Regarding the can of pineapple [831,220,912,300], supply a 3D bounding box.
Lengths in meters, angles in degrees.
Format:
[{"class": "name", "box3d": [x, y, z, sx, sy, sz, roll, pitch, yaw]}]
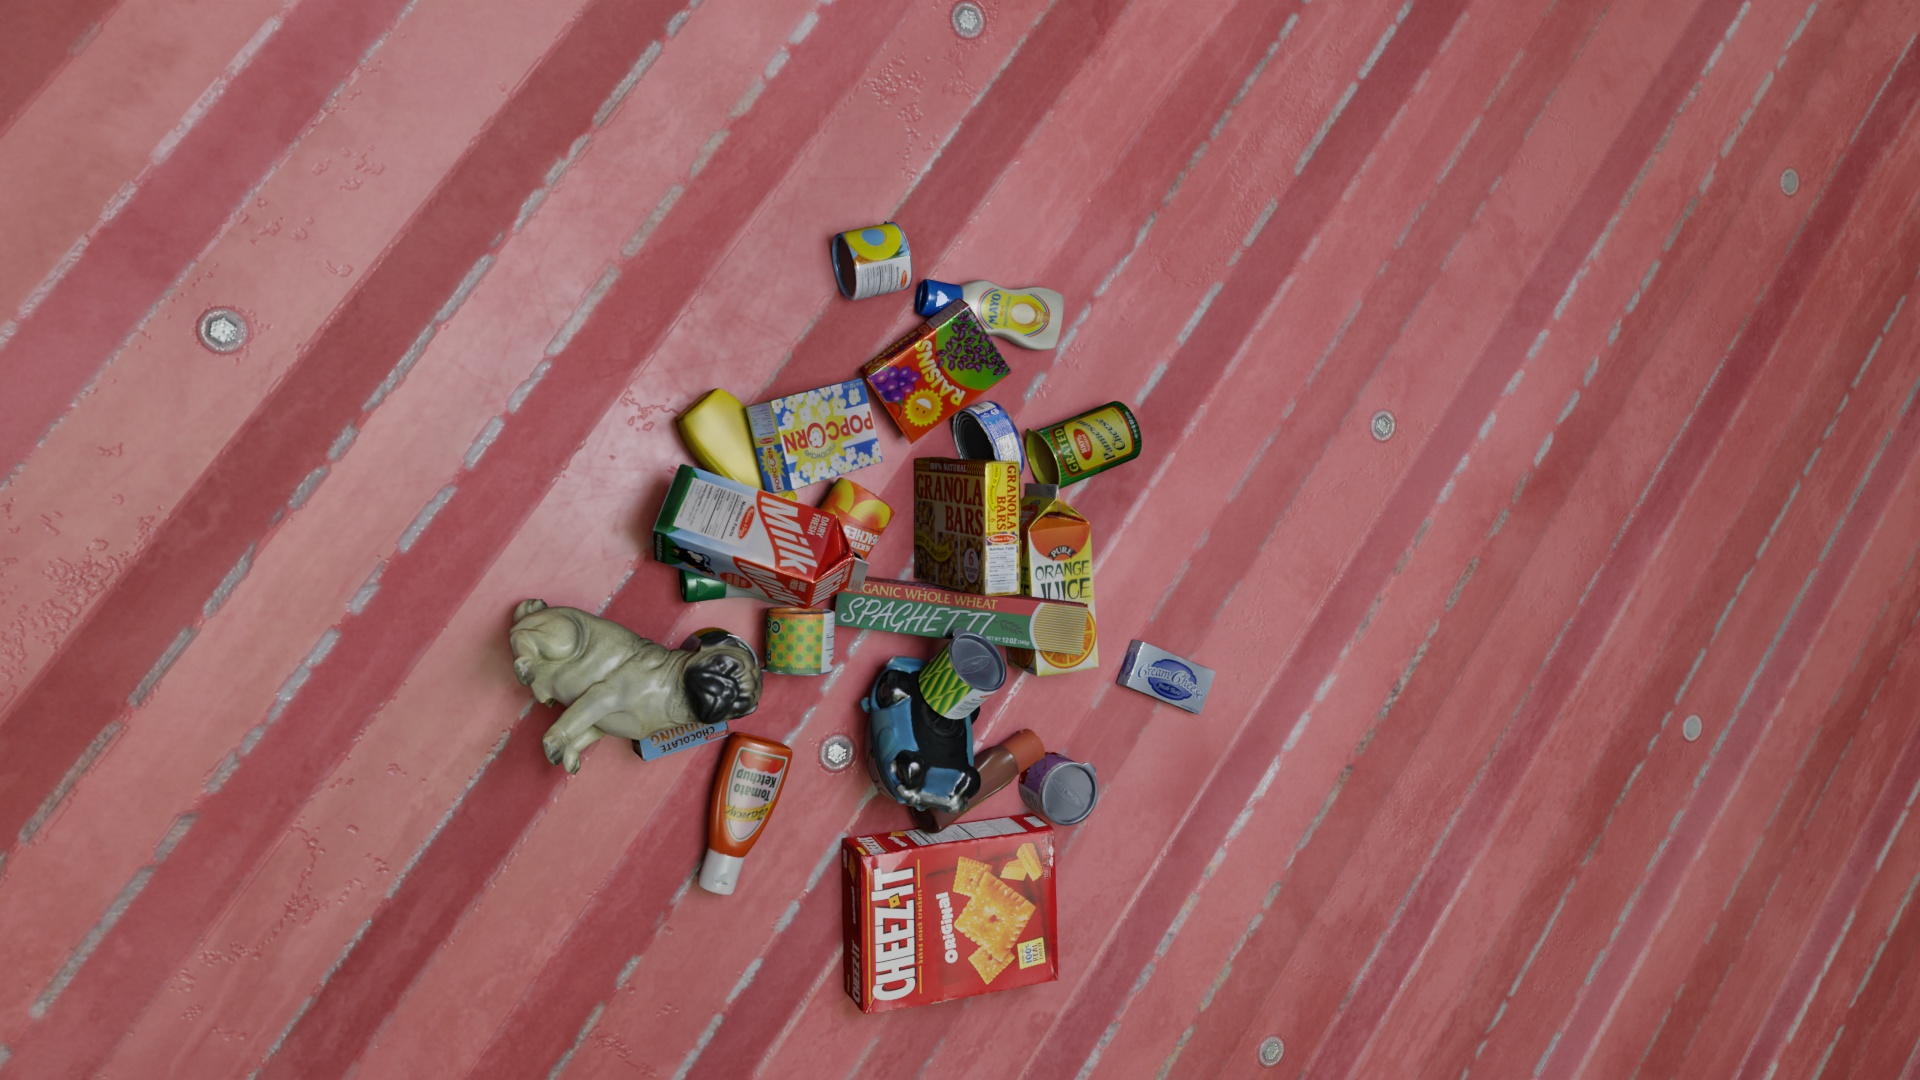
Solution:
[{"class": "can of pineapple", "box3d": [-0.086, -0.269, 1.333, 0.058, 0.071, 0.071, -16, 100, -21]}]

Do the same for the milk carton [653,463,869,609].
[{"class": "milk carton", "box3d": [-0.177, 0.004, 1.268, 0.191, 0.072, 0.074, 18, 64, -3]}]

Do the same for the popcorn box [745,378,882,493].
[{"class": "popcorn box", "box3d": [-0.136, -0.100, 1.310, 0.127, 0.038, 0.085, -22, 102, -48]}]

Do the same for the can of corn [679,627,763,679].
[{"class": "can of corn", "box3d": [-0.226, 0.118, 1.305, 0.071, 0.058, 0.071, -2, 95, -23]}]

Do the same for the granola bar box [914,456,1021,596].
[{"class": "granola bar box", "box3d": [0.005, -0.017, 1.336, 0.039, 0.165, 0.124, -2, 95, -25]}]

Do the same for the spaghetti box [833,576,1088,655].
[{"class": "spaghetti box", "box3d": [-0.001, 0.072, 1.366, 0.250, 0.029, 0.050, 7, 95, -2]}]

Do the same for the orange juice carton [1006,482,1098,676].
[{"class": "orange juice carton", "box3d": [0.089, 0.037, 1.426, 0.073, 0.072, 0.192, -7, 97, -23]}]

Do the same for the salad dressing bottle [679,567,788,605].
[{"class": "salad dressing bottle", "box3d": [-0.191, 0.034, 1.321, 0.148, 0.044, 0.064, -6, 109, -21]}]

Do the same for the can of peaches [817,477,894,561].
[{"class": "can of peaches", "box3d": [-0.104, -0.020, 1.340, 0.071, 0.071, 0.058, 36, 79, -21]}]

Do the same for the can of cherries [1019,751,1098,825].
[{"class": "can of cherries", "box3d": [0.104, 0.258, 1.457, 0.071, 0.058, 0.071, -2, 94, -22]}]

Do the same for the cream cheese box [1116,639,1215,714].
[{"class": "cream cheese box", "box3d": [0.225, 0.149, 1.519, 0.104, 0.024, 0.053, 22, 84, -23]}]

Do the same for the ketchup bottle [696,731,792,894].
[{"class": "ketchup bottle", "box3d": [-0.212, 0.262, 1.330, 0.065, 0.043, 0.149, 19, 87, -23]}]

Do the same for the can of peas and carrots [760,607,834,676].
[{"class": "can of peas and carrots", "box3d": [-0.157, 0.096, 1.329, 0.071, 0.071, 0.058, 1, 93, -23]}]

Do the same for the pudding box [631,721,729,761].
[{"class": "pudding box", "box3d": [-0.263, 0.177, 1.298, 0.084, 0.049, 0.030, -15, 99, -21]}]

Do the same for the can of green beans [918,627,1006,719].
[{"class": "can of green beans", "box3d": [0.001, 0.130, 1.339, 0.071, 0.057, 0.071, 23, 44, -24]}]

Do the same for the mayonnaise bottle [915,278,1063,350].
[{"class": "mayonnaise bottle", "box3d": [0.029, -0.232, 1.397, 0.148, 0.041, 0.064, 7, 95, -23]}]

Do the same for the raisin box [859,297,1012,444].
[{"class": "raisin box", "box3d": [-0.024, -0.166, 1.359, 0.123, 0.040, 0.086, -35, 117, -1]}]

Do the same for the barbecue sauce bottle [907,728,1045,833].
[{"class": "barbecue sauce bottle", "box3d": [0.020, 0.243, 1.420, 0.149, 0.064, 0.043, -29, 93, -28]}]

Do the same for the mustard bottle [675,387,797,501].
[{"class": "mustard bottle", "box3d": [-0.199, -0.066, 1.308, 0.065, 0.049, 0.160, -43, 110, -19]}]

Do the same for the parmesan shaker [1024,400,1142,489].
[{"class": "parmesan shaker", "box3d": [0.127, -0.101, 1.436, 0.103, 0.071, 0.071, -22, 103, -20]}]
